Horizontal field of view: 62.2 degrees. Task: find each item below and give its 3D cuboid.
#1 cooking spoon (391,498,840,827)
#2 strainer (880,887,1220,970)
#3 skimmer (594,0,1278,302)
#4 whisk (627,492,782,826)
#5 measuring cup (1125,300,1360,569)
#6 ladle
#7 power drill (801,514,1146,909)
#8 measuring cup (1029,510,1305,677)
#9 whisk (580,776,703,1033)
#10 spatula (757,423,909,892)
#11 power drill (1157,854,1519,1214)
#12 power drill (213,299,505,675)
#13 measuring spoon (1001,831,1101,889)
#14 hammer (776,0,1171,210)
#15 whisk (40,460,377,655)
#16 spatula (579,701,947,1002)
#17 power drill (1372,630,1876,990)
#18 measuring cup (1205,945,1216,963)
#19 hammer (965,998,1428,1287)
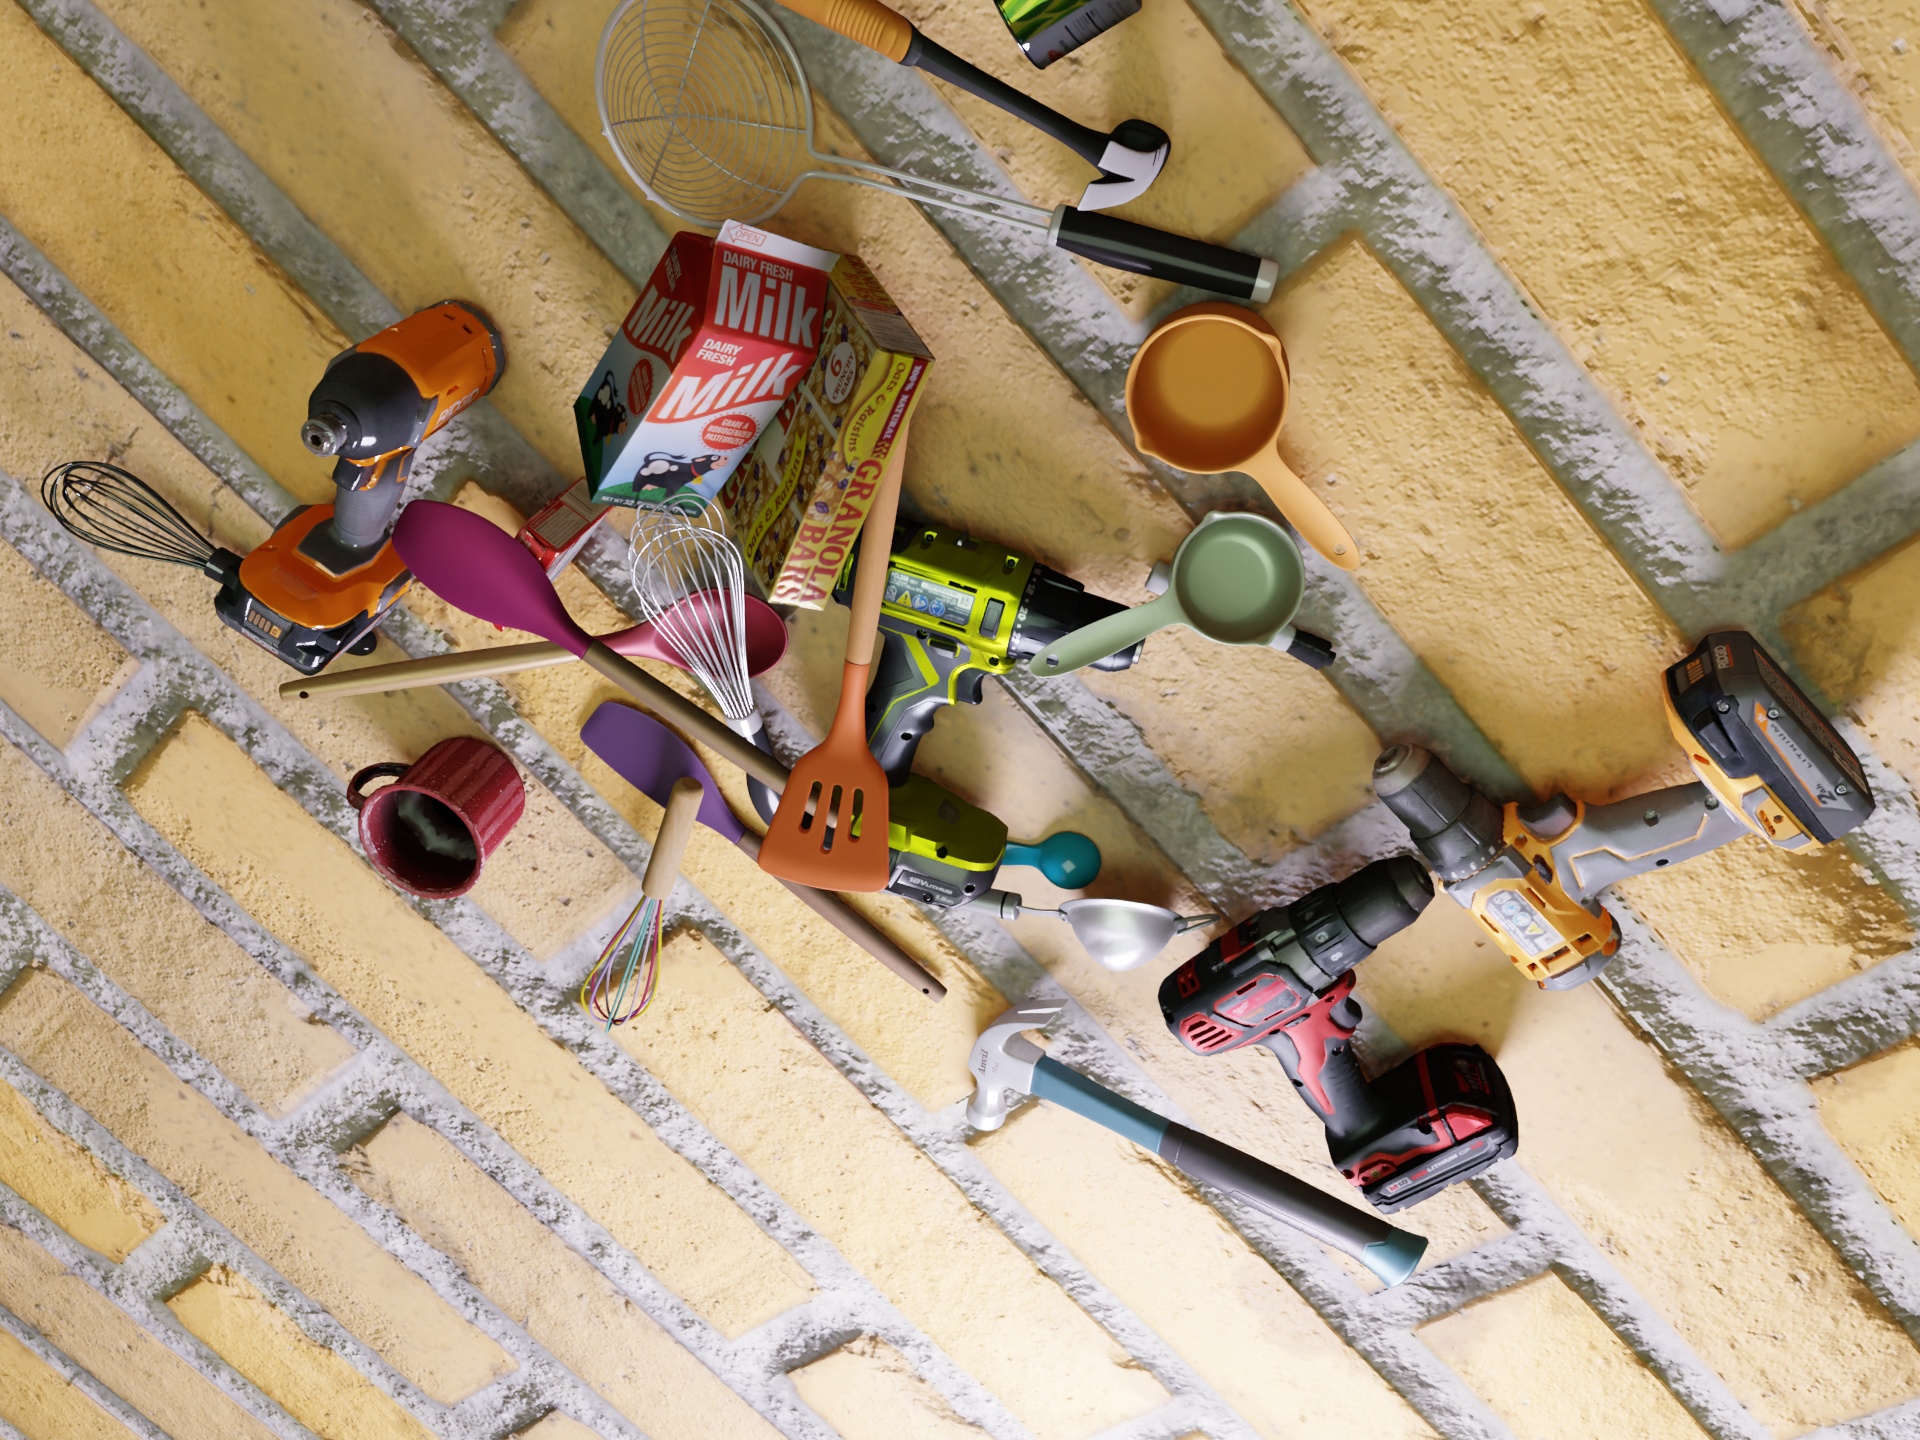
[{"bbox_3d":[-0.202,-0.028,0.958,0.319,0.017,0.068,35,122,-8],"label":"cooking spoon"},{"bbox_3d":[0.042,0.128,1.063,0.258,0.050,0.086,10,159,18],"label":"strainer"},{"bbox_3d":[-0.007,-0.287,0.830,0.363,0.090,0.127,16,82,2],"label":"skimmer"},{"bbox_3d":[-0.144,-0.026,0.995,0.070,0.070,0.284,0,137,14],"label":"whisk"},{"bbox_3d":[0.165,-0.156,0.881,0.095,0.052,0.173,-37,106,28],"label":"measuring cup"},{"bbox_3d":[-0.267,-0.040,1.006,0.315,0.031,0.069,-8,123,-7],"label":"ladle"},{"bbox_3d":[-0.002,-0.003,0.987,0.190,0.080,0.228,18,115,5],"label":"power drill"},{"bbox_3d":[0.116,-0.063,0.919,0.167,0.038,0.083,-24,93,2],"label":"measuring cup"},{"bbox_3d":[-0.226,0.136,1.133,0.047,0.051,0.244,28,123,6],"label":"whisk"},{"bbox_3d":[-0.057,-0.055,0.919,0.081,0.041,0.322,11,110,2],"label":"spatula"},{"bbox_3d":[0.262,0.195,1.011,0.188,0.080,0.226,-37,111,24],"label":"power drill"},{"bbox_3d":[-0.369,-0.137,0.961,0.084,0.164,0.226,34,122,-6],"label":"power drill"},{"bbox_3d":[0.029,0.094,1.065,0.128,0.021,0.042,4,118,12],"label":"measuring spoon"},{"bbox_3d":[-0.053,-0.353,0.801,0.337,0.127,0.034,30,119,4],"label":"hammer"},{"bbox_3d":[-0.507,-0.106,1.080,0.239,0.055,0.055,29,121,-7],"label":"whisk"},{"bbox_3d":[-0.131,0.095,1.108,0.316,0.018,0.059,40,122,-8],"label":"spatula"},{"bbox_3d":[0.371,0.042,0.922,0.185,0.084,0.226,44,123,-9],"label":"power drill"},{"bbox_3d":[0.220,0.210,1.074,0.062,0.029,0.156,-36,103,28],"label":"measuring cup"},{"bbox_3d":[0.151,0.289,1.074,0.331,0.033,0.128,22,124,25],"label":"hammer"}]
